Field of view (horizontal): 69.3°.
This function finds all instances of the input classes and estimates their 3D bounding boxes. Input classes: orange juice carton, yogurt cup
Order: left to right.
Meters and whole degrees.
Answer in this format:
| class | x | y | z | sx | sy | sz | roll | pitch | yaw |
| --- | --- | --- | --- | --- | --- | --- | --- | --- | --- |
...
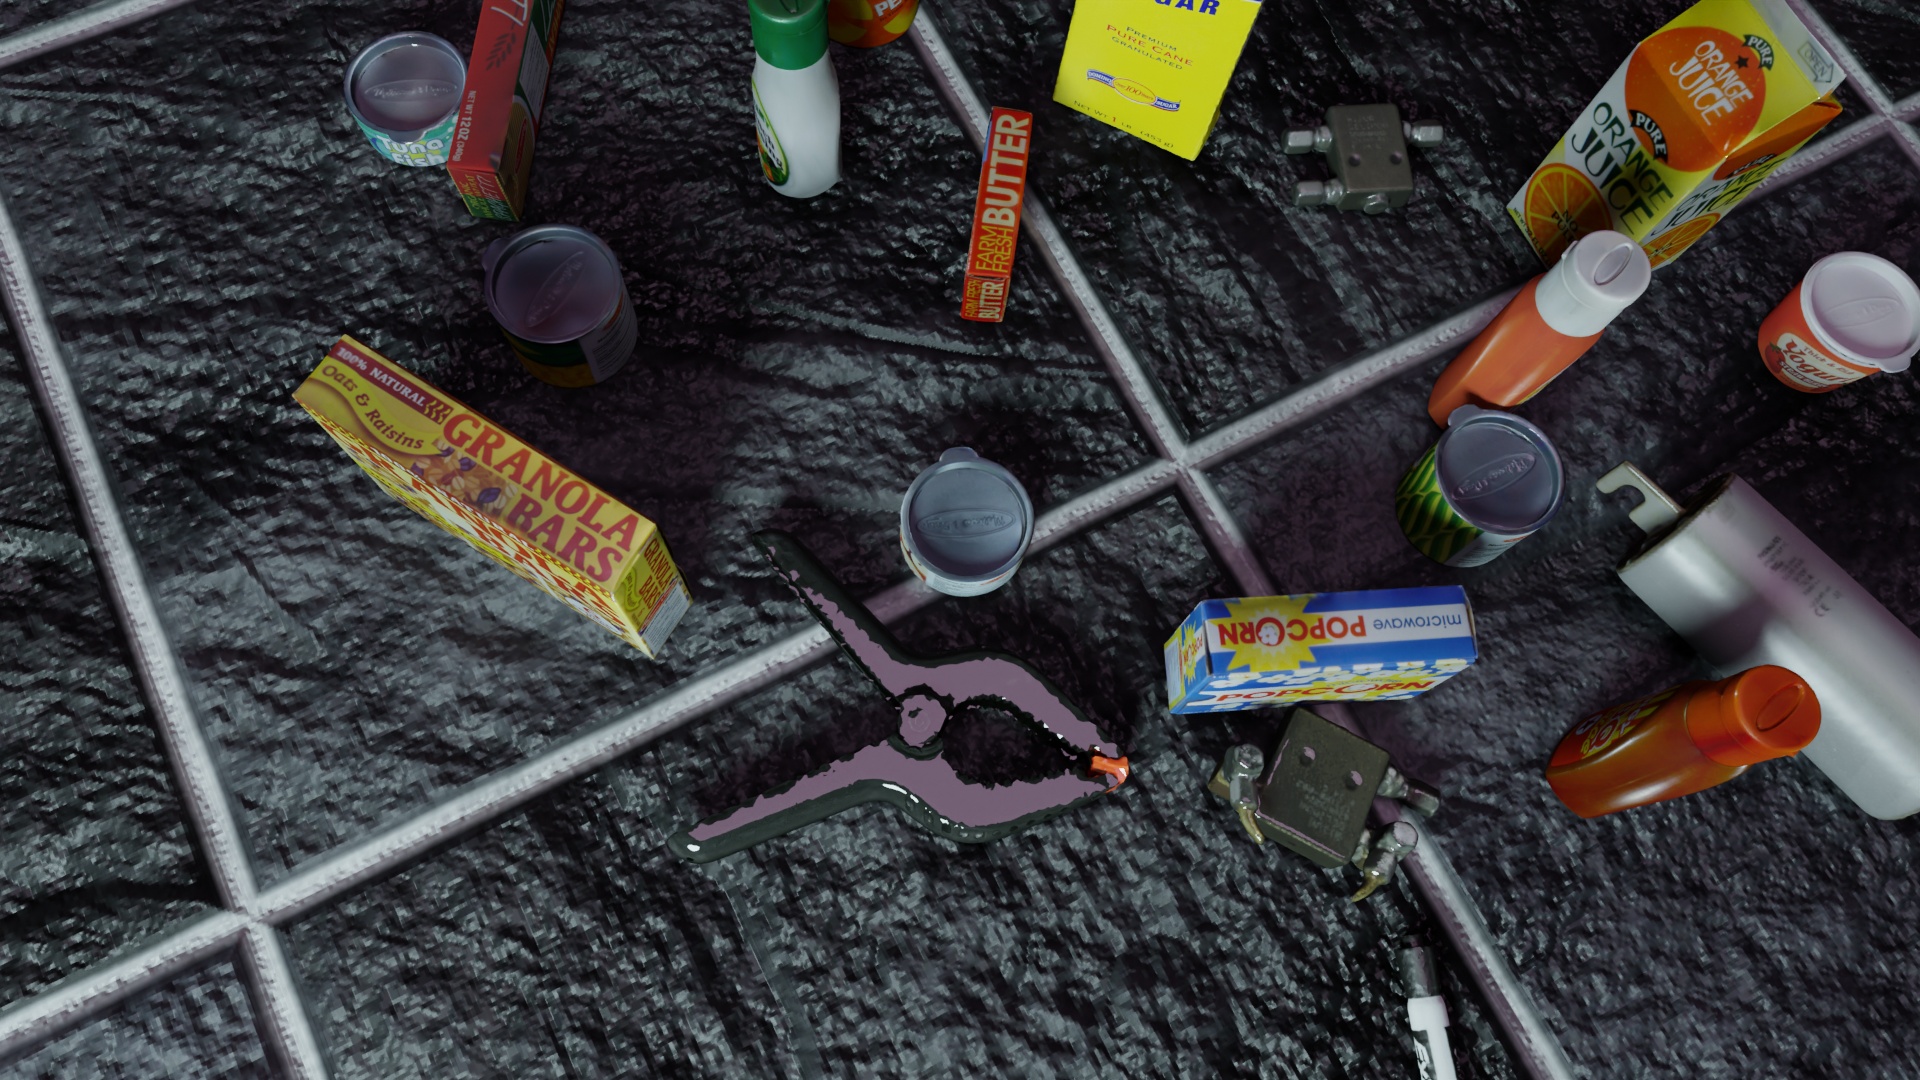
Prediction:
| class | x | y | z | sx | sy | sz | roll | pitch | yaw |
| --- | --- | --- | --- | --- | --- | --- | --- | --- | --- |
| orange juice carton | 0.364 | -0.203 | 0.704 | 0.073 | 0.192 | 0.072 | -23 | 75 | -11 |
| yogurt cup | 0.476 | -0.115 | 0.756 | 0.072 | 0.053 | 0.072 | 1 | 72 | -3 |

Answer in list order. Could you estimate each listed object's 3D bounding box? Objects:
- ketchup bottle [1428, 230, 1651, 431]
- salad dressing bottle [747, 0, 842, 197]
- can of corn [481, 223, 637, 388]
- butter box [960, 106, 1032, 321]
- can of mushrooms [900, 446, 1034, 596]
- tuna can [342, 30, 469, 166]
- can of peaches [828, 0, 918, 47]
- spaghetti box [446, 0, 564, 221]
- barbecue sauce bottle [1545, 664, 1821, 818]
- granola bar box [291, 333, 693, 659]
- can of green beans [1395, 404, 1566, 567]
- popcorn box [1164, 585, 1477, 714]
| class | x | y | z | sx | sy | sz | roll | pitch | yaw |
| --- | --- | --- | --- | --- | --- | --- | --- | --- | --- |
| ketchup bottle | 0.285 | -0.101 | 0.688 | 0.043 | 0.148 | 0.065 | 42 | 74 | 9 |
| salad dressing bottle | -0.084 | -0.232 | 0.707 | 0.044 | 0.147 | 0.064 | -18 | 74 | -9 |
| can of corn | -0.204 | -0.119 | 0.708 | 0.071 | 0.058 | 0.071 | 1 | 72 | -3 |
| butter box | 0.019 | -0.174 | 0.744 | 0.024 | 0.053 | 0.104 | 8 | 72 | -1 |
| can of mushrooms | 0.002 | -0.009 | 0.699 | 0.071 | 0.033 | 0.071 | 1 | 72 | -3 |
| tuna can | -0.296 | -0.237 | 0.754 | 0.071 | 0.032 | 0.071 | 1 | 72 | -3 |
| can of peaches | -0.054 | -0.322 | 0.786 | 0.071 | 0.058 | 0.071 | 1 | 72 | -3 |
| spaghetti box | -0.241 | -0.298 | 0.769 | 0.029 | 0.050 | 0.251 | 5 | 71 | -2 |
| barbecue sauce bottle | 0.325 | 0.090 | 0.628 | 0.065 | 0.148 | 0.044 | -37 | 78 | -14 |
| granola bar box | -0.207 | -0.016 | 0.639 | 0.165 | 0.124 | 0.039 | 31 | 73 | 6 |
| can of green beans | 0.264 | -0.025 | 0.709 | 0.071 | 0.057 | 0.071 | 1 | 72 | -3 |
| popcorn box | 0.168 | 0.053 | 0.662 | 0.127 | 0.085 | 0.038 | -3 | 72 | -5 |
